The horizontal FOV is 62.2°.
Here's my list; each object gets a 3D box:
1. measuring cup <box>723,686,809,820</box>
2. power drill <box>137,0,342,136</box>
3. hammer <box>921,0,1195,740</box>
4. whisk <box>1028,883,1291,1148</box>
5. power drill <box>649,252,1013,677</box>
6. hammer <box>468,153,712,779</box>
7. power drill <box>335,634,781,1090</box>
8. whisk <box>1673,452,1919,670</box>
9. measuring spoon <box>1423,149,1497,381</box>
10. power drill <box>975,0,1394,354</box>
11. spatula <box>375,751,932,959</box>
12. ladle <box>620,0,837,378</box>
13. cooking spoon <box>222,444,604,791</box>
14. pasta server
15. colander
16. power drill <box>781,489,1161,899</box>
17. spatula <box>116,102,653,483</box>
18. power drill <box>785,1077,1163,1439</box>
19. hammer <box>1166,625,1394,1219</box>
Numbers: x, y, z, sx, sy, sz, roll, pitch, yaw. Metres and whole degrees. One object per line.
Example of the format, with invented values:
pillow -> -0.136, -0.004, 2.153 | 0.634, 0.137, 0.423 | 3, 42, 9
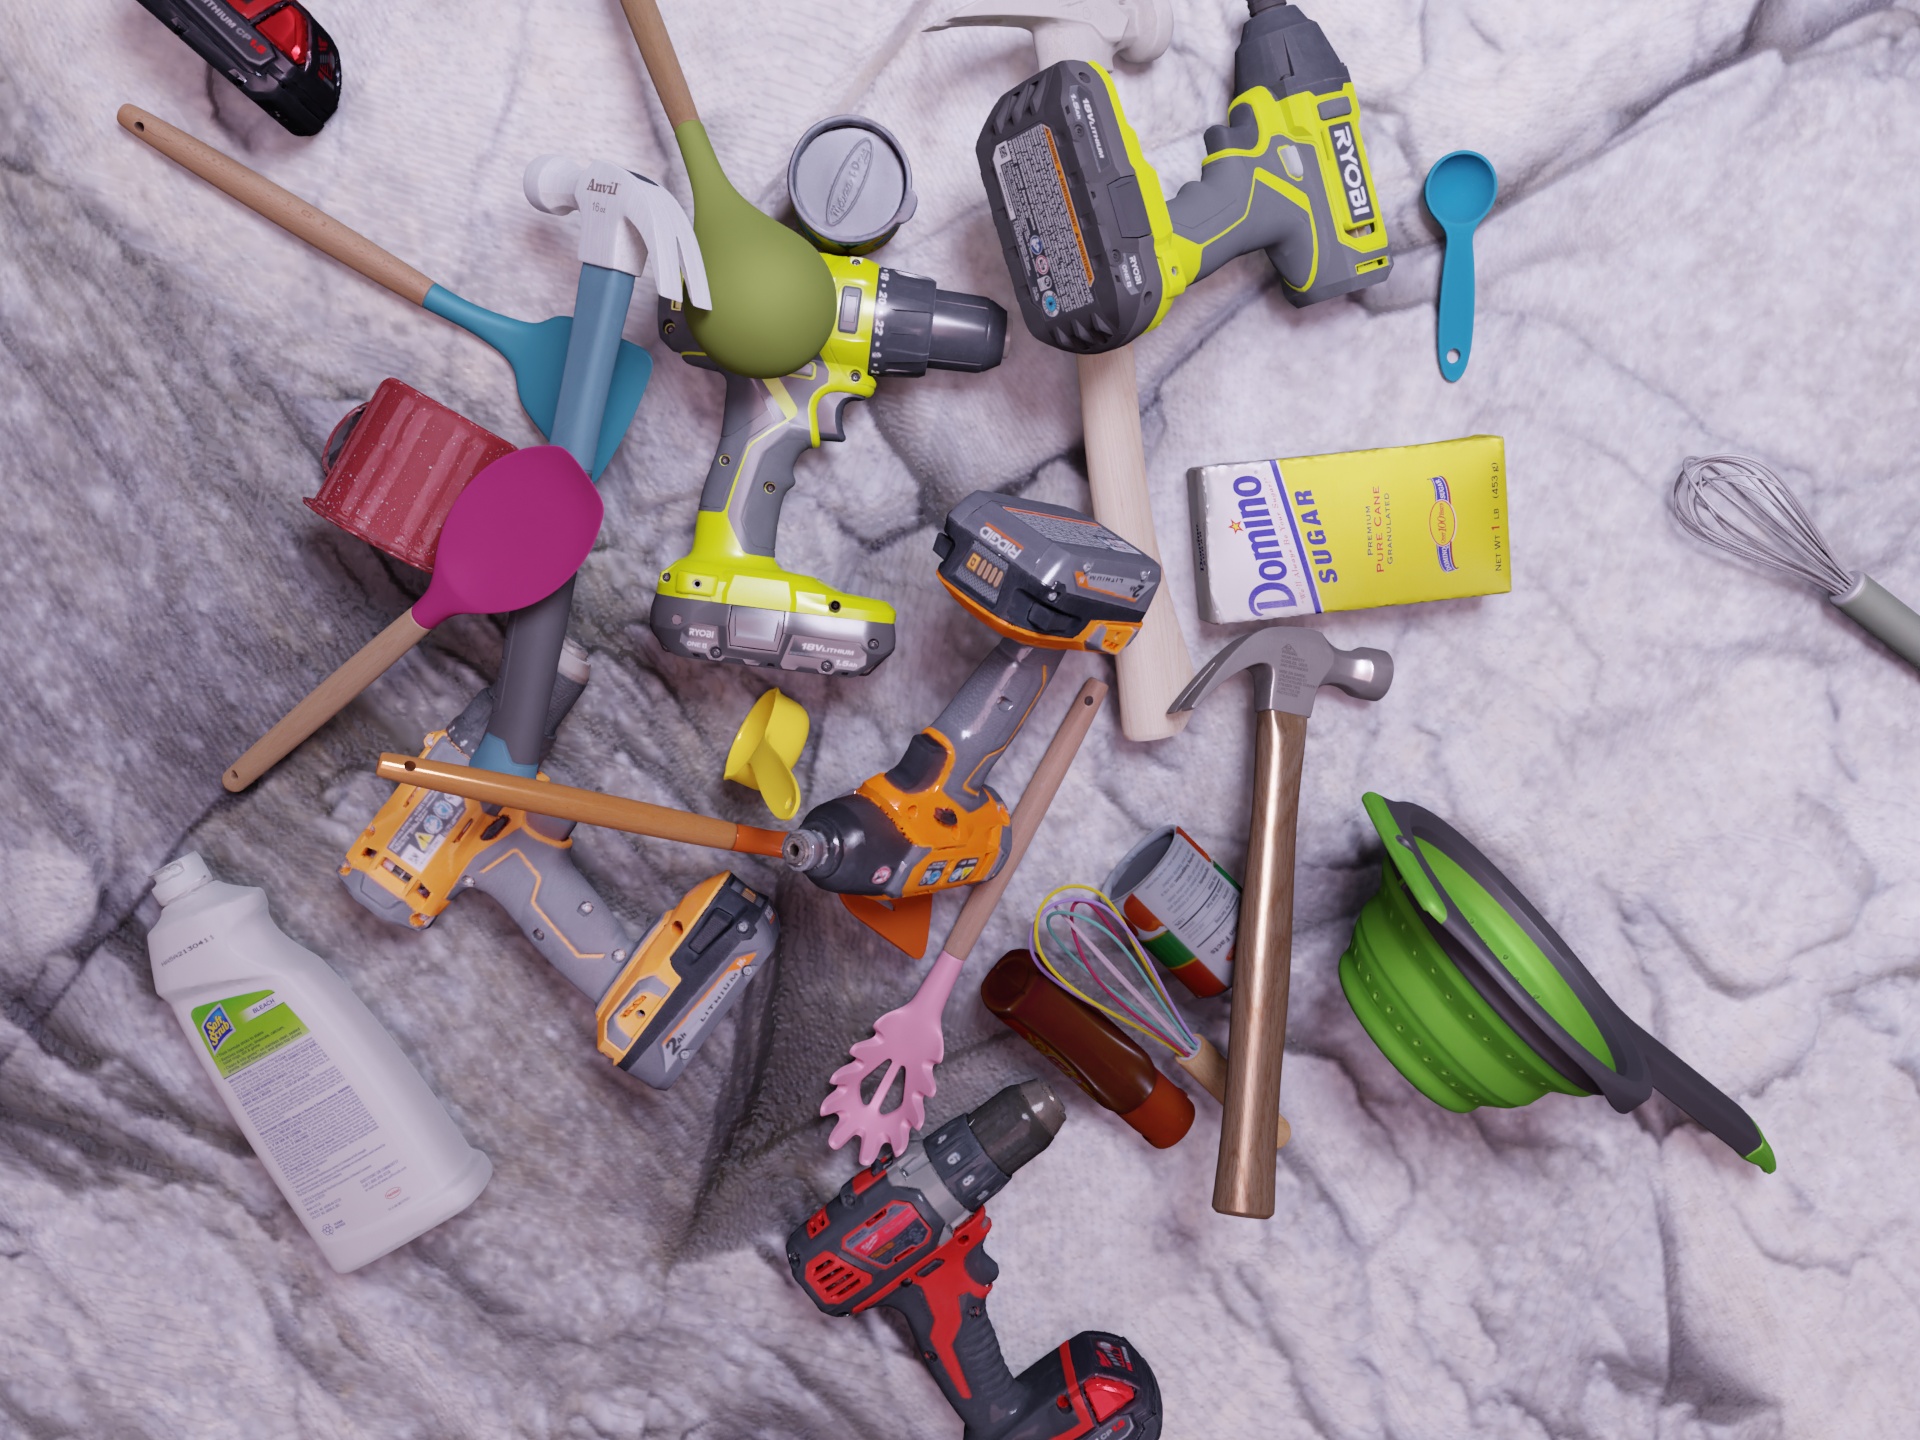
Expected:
measuring cup -> -0.095, 0.028, 0.863 | 0.029, 0.157, 0.062 | 28, 98, -23
power drill -> -0.316, -0.421, 0.823 | 0.143, 0.078, 0.219 | 41, 91, -9
hammer -> 0.074, -0.187, 0.880 | 0.146, 0.038, 0.410 | -16, 104, -32
whisk -> 0.125, 0.178, 0.932 | 0.051, 0.047, 0.244 | -21, 125, 39
power drill -> -0.077, -0.143, 0.879 | 0.190, 0.080, 0.228 | 7, 95, -4
hammer -> -0.205, -0.118, 0.820 | 0.128, 0.033, 0.331 | 22, 103, 35
power drill -> -0.209, 0.077, 0.902 | 0.226, 0.084, 0.185 | 36, 92, -4
whisk -> 0.523, -0.084, 0.950 | 0.246, 0.059, 0.057 | 32, 131, -12
measuring spoon -> 0.285, -0.262, 0.922 | 0.042, 0.021, 0.128 | -4, 108, -4
power drill -> 0.124, -0.290, 0.835 | 0.223, 0.080, 0.171 | -24, 102, -32
spatula -> -0.149, 0.061, 0.857 | 0.322, 0.041, 0.081 | 15, 64, -24
ladle -> -0.147, -0.325, 0.831 | 0.078, 0.062, 0.320 | -23, 78, 4
cooking spoon -> -0.299, -0.042, 0.839 | 0.319, 0.017, 0.069 | -33, 93, 27
pasta server -> 0.008, 0.116, 0.942 | 0.060, 0.040, 0.316 | 28, 94, 3
colander -> 0.341, 0.194, 0.931 | 0.396, 0.205, 0.094 | 36, 112, -26
power drill -> -0.001, -0.003, 0.836 | 0.084, 0.164, 0.226 | 38, 111, 28
spatula -> -0.314, -0.245, 0.862 | 0.317, 0.044, 0.082 | 30, 111, -6
power drill -> 0.030, 0.343, 0.959 | 0.188, 0.080, 0.226 | -37, 96, 1
hammer -> 0.170, 0.108, 0.895 | 0.130, 0.031, 0.331 | 11, 79, -17
